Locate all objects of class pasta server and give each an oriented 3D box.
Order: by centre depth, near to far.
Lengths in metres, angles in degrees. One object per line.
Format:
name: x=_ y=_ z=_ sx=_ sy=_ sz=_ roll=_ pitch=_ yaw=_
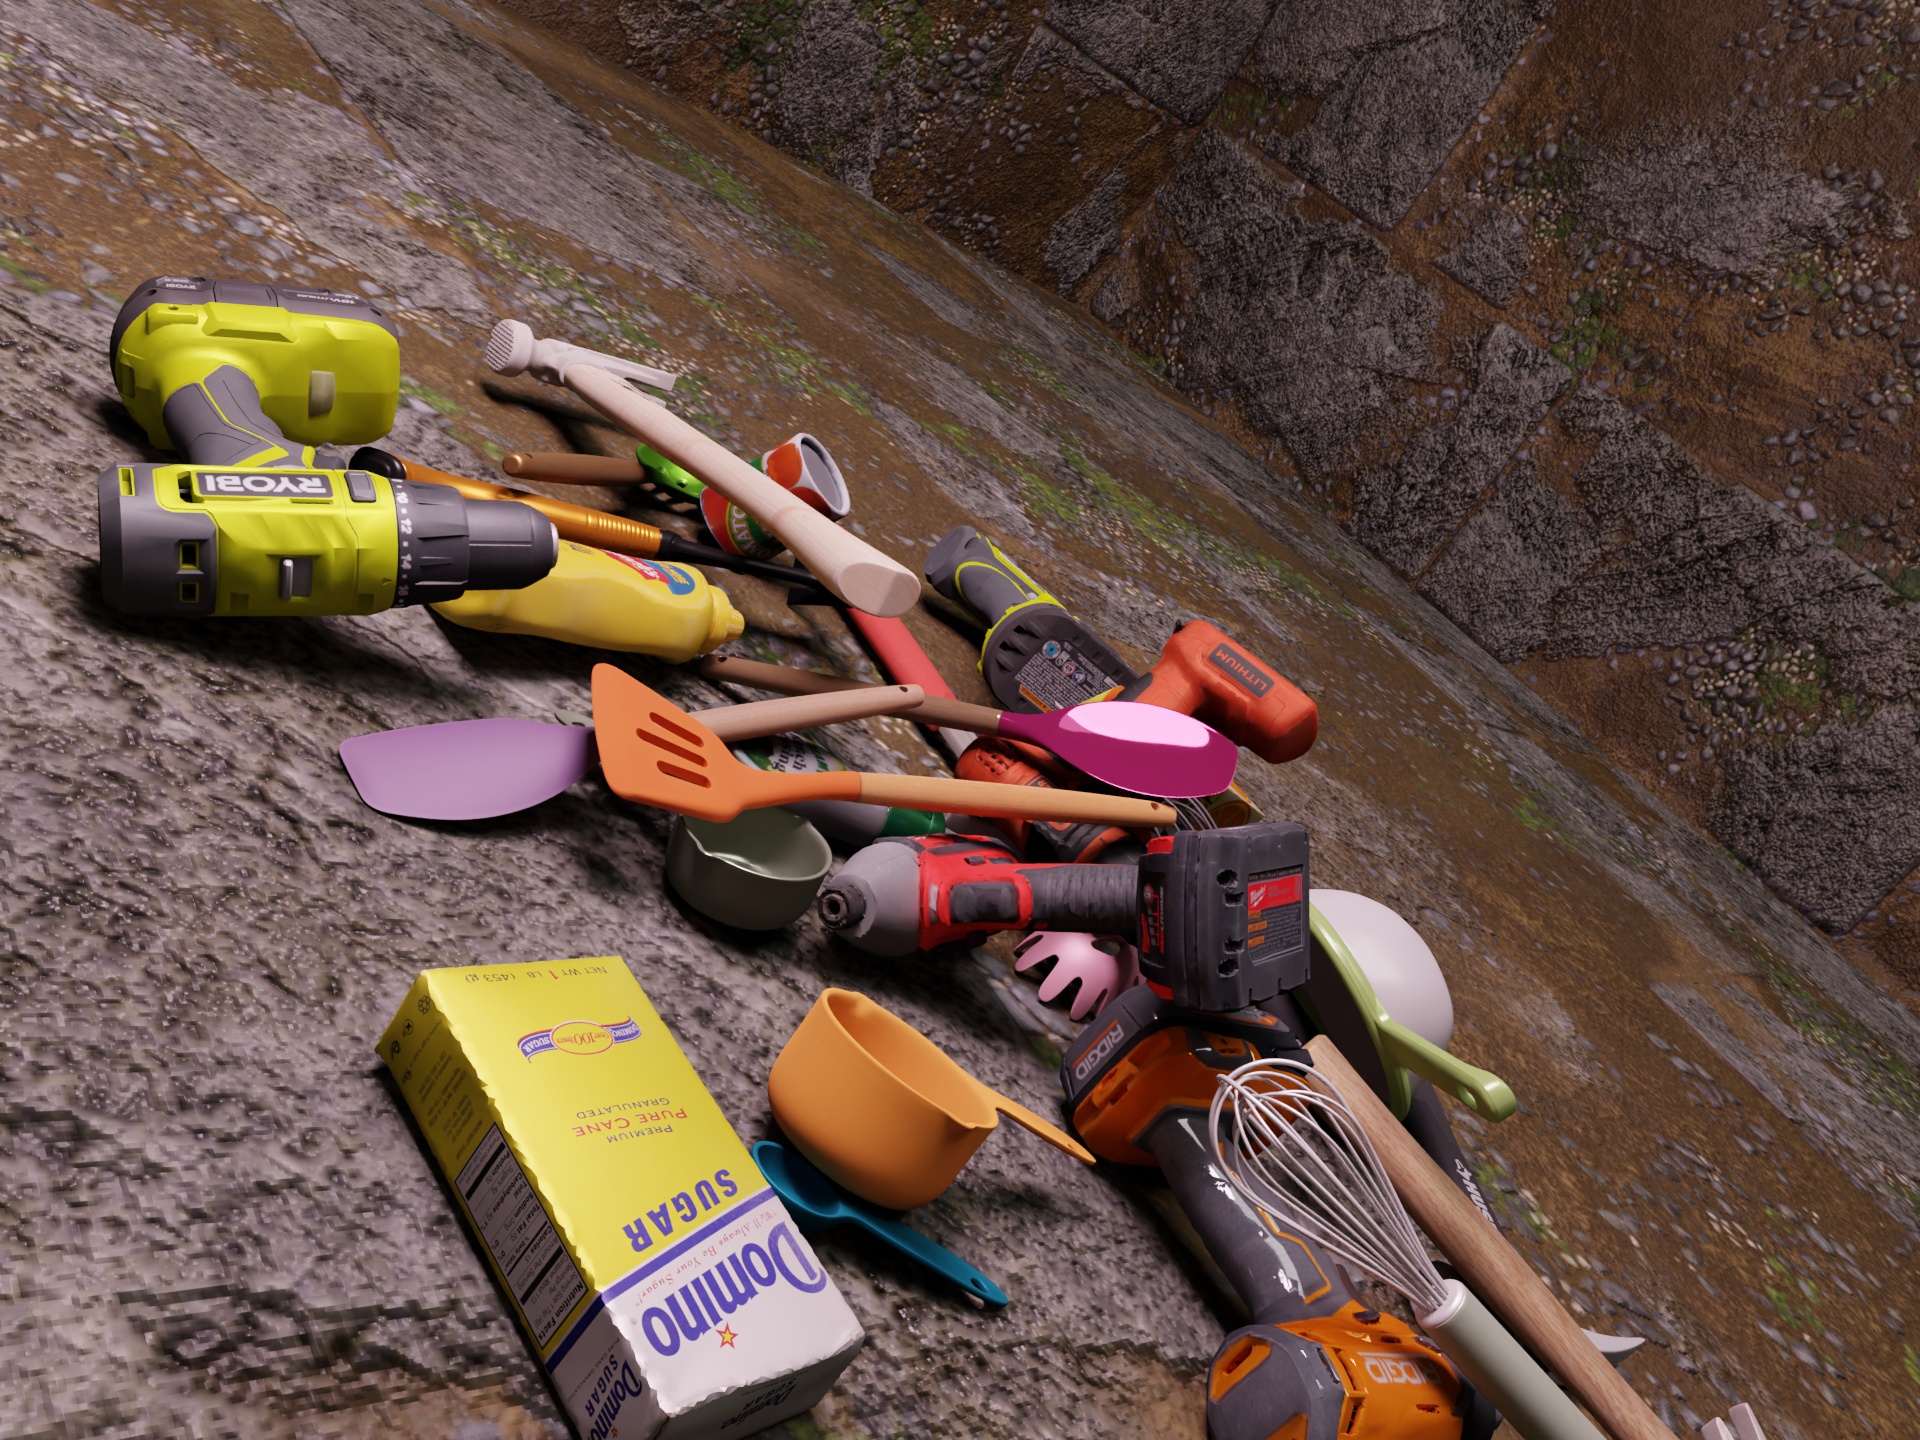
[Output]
pasta server: x=0.138 y=0.147 z=0.981 sx=0.060 sy=0.040 sz=0.316 roll=48 pitch=20 yaw=30

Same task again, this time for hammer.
hammer: x=0.284 y=0.291 z=0.788 sx=0.331 sy=0.031 sz=0.130 roll=49 pitch=36 yaw=16
hammer: x=0.290 y=0.254 z=0.962 sx=0.146 sy=0.035 sz=0.335 roll=28 pitch=21 yaw=-16
hammer: x=-0.203 y=-0.112 z=0.971 sx=0.336 sy=0.034 sz=0.127 roll=10 pitch=1 yaw=-37
hammer: x=-0.154 y=-0.164 z=1.028 sx=0.146 sy=0.038 sz=0.411 roll=8 pitch=22 yaw=-47
hammer: x=-0.033 y=-0.026 z=1.079 sx=0.149 sy=0.036 sz=0.359 roll=15 pitch=29 yaw=-42

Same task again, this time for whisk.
whisk: x=0.189 y=0.232 z=0.649 sx=0.246 sy=0.058 sz=0.059 roll=47 pitch=-9 yaw=-4
whisk: x=0.168 y=0.142 z=0.944 sx=0.239 sy=0.055 sz=0.055 roll=60 pitch=26 yaw=11

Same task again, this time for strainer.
strainer: x=0.248 y=0.156 z=0.869 sx=0.151 sy=0.069 sz=0.256 roll=66 pitch=-8 yaw=-10

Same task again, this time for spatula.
spatula: x=-0.139 y=0.007 z=0.775 sx=0.315 sy=0.018 sz=0.060 roll=-10 pitch=50 yaw=-42
spatula: x=-0.026 y=0.030 z=0.788 sx=0.322 sy=0.041 sz=0.081 roll=6 pitch=44 yaw=-26

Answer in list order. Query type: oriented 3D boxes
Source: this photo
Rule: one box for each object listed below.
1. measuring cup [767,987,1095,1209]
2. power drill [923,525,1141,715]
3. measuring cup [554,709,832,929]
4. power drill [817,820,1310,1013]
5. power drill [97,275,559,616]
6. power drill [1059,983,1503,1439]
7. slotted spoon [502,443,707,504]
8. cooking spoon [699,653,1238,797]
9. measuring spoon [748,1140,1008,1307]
measuring cup: x=-0.008 y=0.174 z=0.663 sx=0.173 sy=0.052 sz=0.095 roll=37 pitch=1 yaw=-38
power drill: x=0.065 y=-0.055 z=1.210 sx=0.171 sy=0.080 sz=0.223 roll=39 pitch=10 yaw=-23
measuring cup: x=-0.139 y=0.047 z=0.769 sx=0.168 sy=0.038 sz=0.083 roll=30 pitch=21 yaw=21
power drill: x=0.045 y=0.087 z=0.760 sx=0.220 sy=0.078 sz=0.143 roll=-1 pitch=-1 yaw=31
power drill: x=-0.310 y=-0.127 z=0.765 sx=0.190 sy=0.080 sz=0.229 roll=-3 pitch=38 yaw=-30
power drill: x=0.151 y=0.237 z=0.727 sx=0.164 sy=0.084 sz=0.227 roll=20 pitch=30 yaw=-36
slotted spoon: x=-0.224 y=-0.163 z=1.038 sx=0.070 sy=0.031 sz=0.314 roll=36 pitch=12 yaw=4
cooking spoon: x=-0.001 y=-0.003 z=0.908 sx=0.319 sy=0.017 sz=0.069 roll=12 pitch=46 yaw=13
measuring spoon: x=-0.034 y=0.203 z=0.612 sx=0.128 sy=0.021 sz=0.042 roll=37 pitch=4 yaw=-22
